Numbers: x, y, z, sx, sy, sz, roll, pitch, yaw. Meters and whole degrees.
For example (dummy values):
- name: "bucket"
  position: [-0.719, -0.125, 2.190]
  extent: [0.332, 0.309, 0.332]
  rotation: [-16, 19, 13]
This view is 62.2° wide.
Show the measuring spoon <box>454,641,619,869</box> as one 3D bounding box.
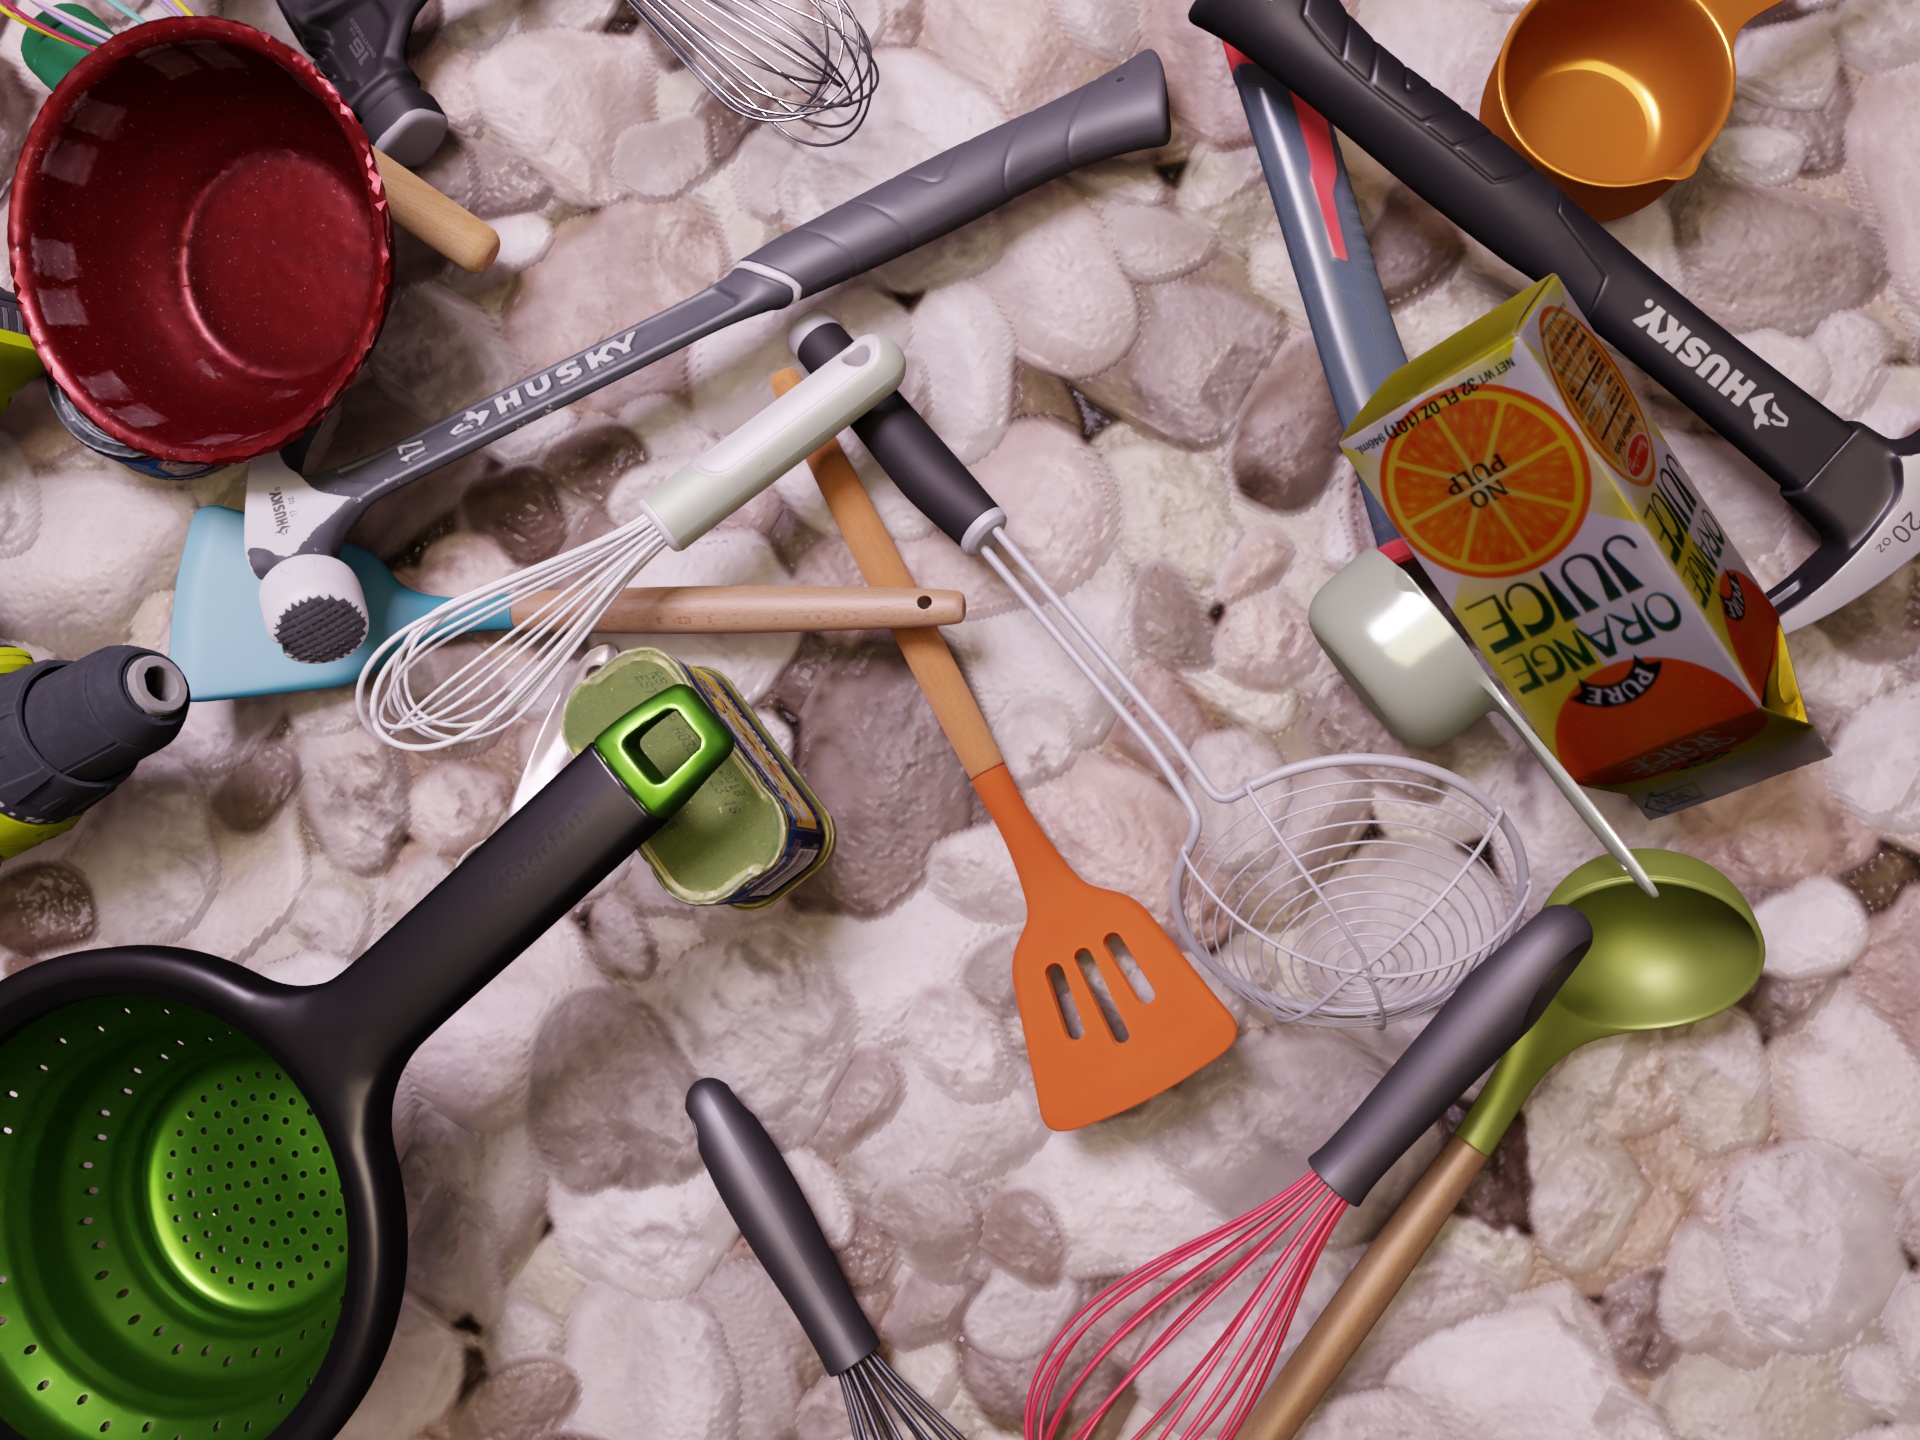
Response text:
- name: "measuring spoon"
  position: [-0.168, 0.025, 0.650]
  extent: [0.034, 0.018, 0.124]
  rotation: [23, 79, 6]

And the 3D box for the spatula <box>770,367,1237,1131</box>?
- name: "spatula"
  position: [-0.001, -0.002, 0.624]
  extent: [0.081, 0.041, 0.323]
  rotation: [-28, 82, 6]

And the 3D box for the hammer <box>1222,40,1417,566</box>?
- name: "hammer"
  position: [0.113, -0.245, 0.620]
  extent: [0.143, 0.038, 0.386]
  rotation: [-14, 86, -27]

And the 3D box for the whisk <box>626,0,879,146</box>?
- name: "whisk"
  position: [-0.149, -0.328, 0.663]
  extent: [0.285, 0.070, 0.070]
  rotation: [35, 88, 12]

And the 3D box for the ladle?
- name: "ladle"
  position: [0.178, 0.183, 0.585]
  extent: [0.078, 0.062, 0.320]
  rotation: [35, 91, -11]

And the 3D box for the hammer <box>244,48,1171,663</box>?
- name: "hammer"
  position: [-0.096, -0.167, 0.634]
  extent: [0.409, 0.036, 0.149]
  rotation: [-28, 51, -5]

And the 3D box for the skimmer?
- name: "skimmer"
  position: [0.063, -0.032, 0.621]
  extent: [0.363, 0.090, 0.127]
  rotation: [51, 125, 18]

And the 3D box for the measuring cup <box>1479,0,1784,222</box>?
- name: "measuring cup"
  position: [0.285, -0.263, 0.624]
  extent: [0.173, 0.052, 0.095]
  rotation: [-32, 83, -1]

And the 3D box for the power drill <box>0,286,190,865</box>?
- name: "power drill"
  position: [-0.394, -0.057, 0.621]
  extent: [0.190, 0.080, 0.228]
  rotation: [-22, 82, 23]

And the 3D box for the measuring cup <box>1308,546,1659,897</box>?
- name: "measuring cup"
  position: [0.181, 0.007, 0.570]
  extent: [0.038, 0.083, 0.168]
  rotation: [-37, 54, 9]

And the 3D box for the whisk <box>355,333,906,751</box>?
- name: "whisk"
  position: [-0.120, -0.069, 0.599]
  extent: [0.246, 0.059, 0.058]
  rotation: [-38, 49, -7]

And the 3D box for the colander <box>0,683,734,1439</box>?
- name: "colander"
  position: [-0.226, 0.129, 0.588]
  extent: [0.397, 0.094, 0.204]
  rotation: [-42, 82, 6]

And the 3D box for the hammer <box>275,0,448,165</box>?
- name: "hammer"
  position: [-0.151, -0.375, 0.611]
  extent: [0.337, 0.034, 0.127]
  rotation: [-36, 82, 25]

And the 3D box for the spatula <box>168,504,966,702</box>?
- name: "spatula"
  position: [-0.156, -0.045, 0.630]
  extent: [0.317, 0.044, 0.082]
  rotation: [0, 77, 11]

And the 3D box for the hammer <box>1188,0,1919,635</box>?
- name: "hammer"
  position: [0.222, -0.165, 0.586]
  extent: [0.335, 0.035, 0.146]
  rotation: [38, 103, -2]

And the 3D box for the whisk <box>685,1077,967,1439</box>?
- name: "whisk"
  position: [-0.041, 0.241, 0.601]
  extent: [0.055, 0.055, 0.239]
  rotation: [-32, 79, 1]

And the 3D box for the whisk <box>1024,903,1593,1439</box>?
- name: "whisk"
  position: [0.120, 0.179, 0.567]
  extent: [0.073, 0.073, 0.296]
  rotation: [41, 97, 7]

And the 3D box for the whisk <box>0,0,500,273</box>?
- name: "whisk"
  position: [-0.296, -0.255, 0.643]
  extent: [0.245, 0.051, 0.047]
  rotation: [34, 84, -6]
